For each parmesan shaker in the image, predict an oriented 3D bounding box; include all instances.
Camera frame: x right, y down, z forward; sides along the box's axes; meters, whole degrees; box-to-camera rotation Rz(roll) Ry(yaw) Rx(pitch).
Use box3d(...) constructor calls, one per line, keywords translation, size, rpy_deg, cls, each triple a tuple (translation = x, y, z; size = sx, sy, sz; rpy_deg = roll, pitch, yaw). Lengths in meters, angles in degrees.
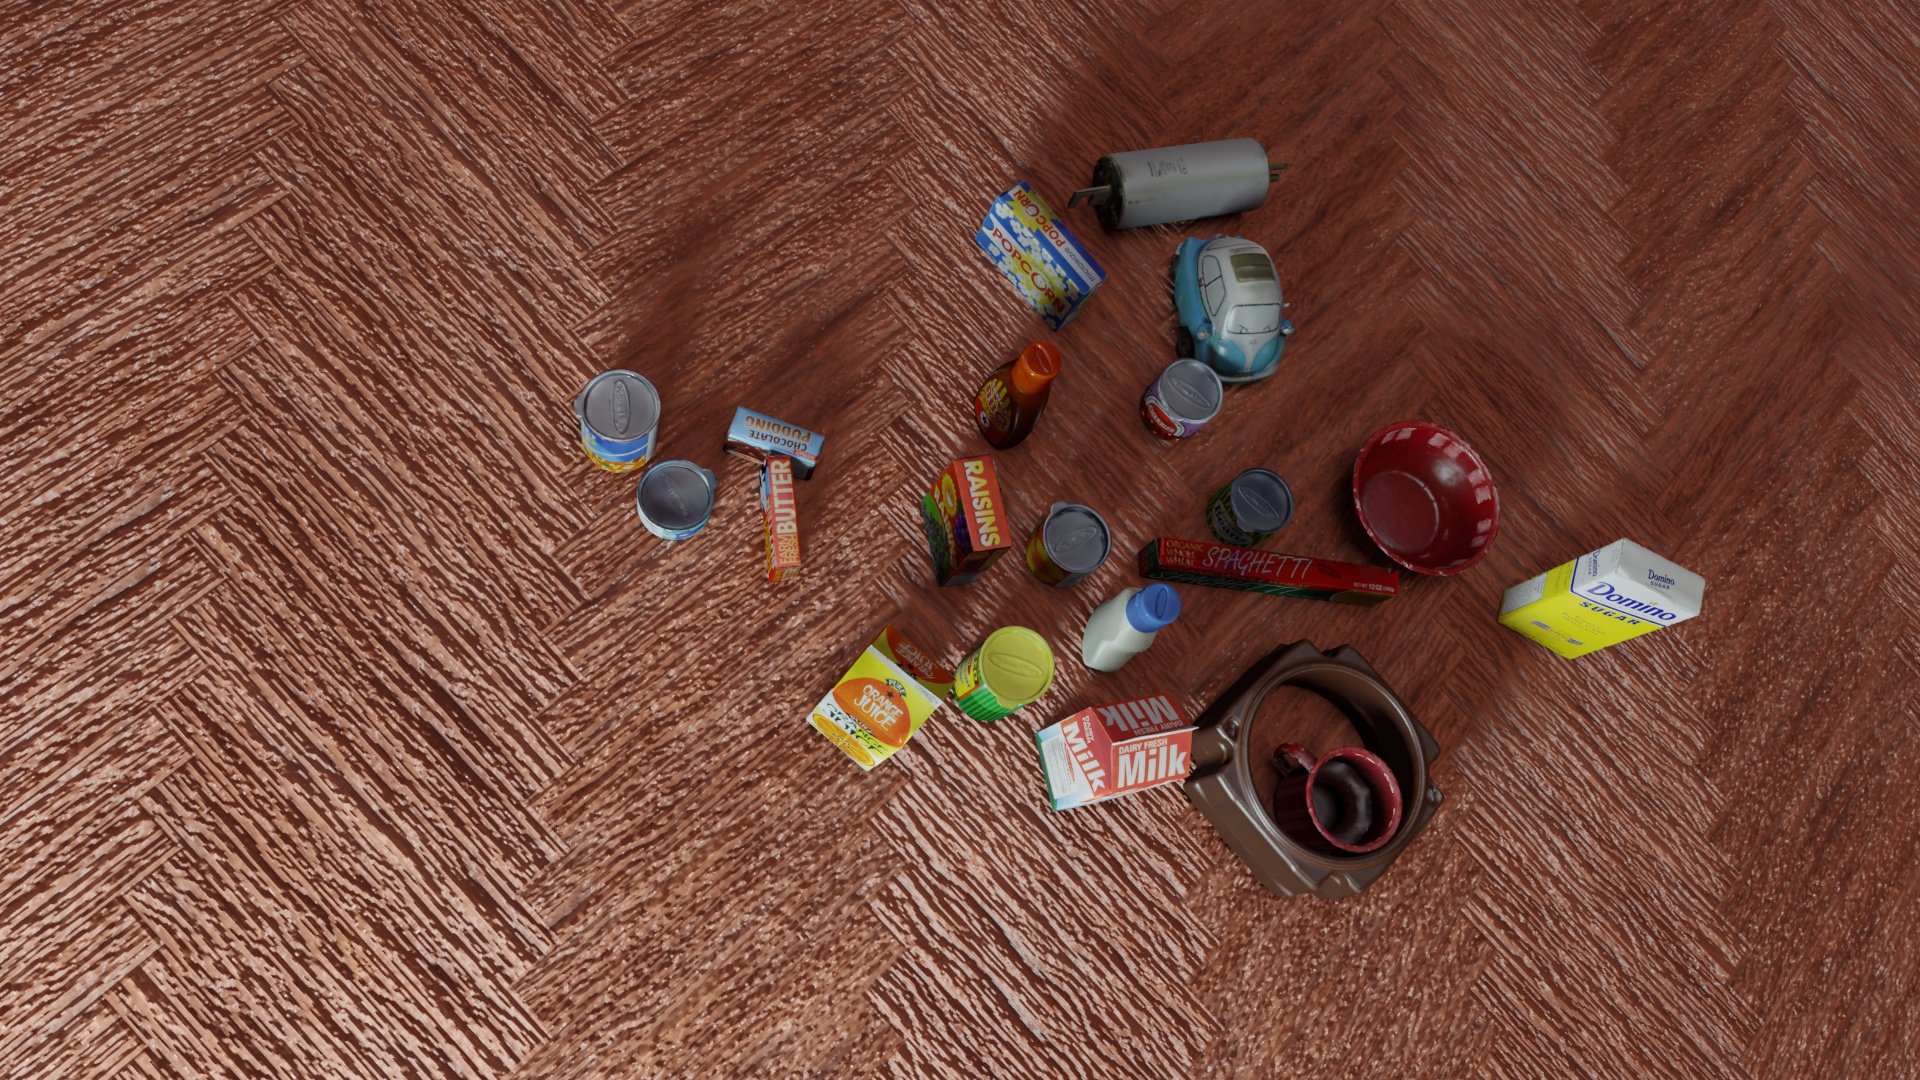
box3d(translation=(0.034, 0.120, 1.204), size=(0.071, 0.102, 0.071), rpy_deg=(4, 73, -14), cls="parmesan shaker")

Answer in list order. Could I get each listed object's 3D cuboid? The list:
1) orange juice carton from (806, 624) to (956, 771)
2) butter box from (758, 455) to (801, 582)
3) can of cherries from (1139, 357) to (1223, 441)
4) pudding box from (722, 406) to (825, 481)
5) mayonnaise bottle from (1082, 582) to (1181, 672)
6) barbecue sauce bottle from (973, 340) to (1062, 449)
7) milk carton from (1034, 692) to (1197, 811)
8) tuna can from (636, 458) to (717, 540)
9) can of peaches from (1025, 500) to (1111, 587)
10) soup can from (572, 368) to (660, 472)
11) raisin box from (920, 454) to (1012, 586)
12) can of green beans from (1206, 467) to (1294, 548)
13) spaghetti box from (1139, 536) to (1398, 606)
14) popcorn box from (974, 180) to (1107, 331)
box3d(translation=(-0.064, 0.126, 1.128), size=(0.072, 0.192, 0.073), rpy_deg=(40, 68, 0), cls="orange juice carton")
box3d(translation=(-0.159, -0.018, 1.223), size=(0.024, 0.053, 0.103), rpy_deg=(-3, 74, -16), cls="butter box")
box3d(translation=(0.213, -0.135, 1.355), size=(0.071, 0.058, 0.071), rpy_deg=(4, 72, -14), cls="can of cherries")
box3d(translation=(-0.167, -0.086, 1.244), size=(0.084, 0.049, 0.030), rpy_deg=(19, 70, -9), cls="pudding box")
box3d(translation=(0.150, 0.073, 1.225), size=(0.041, 0.147, 0.065), rpy_deg=(18, 70, -9), cls="mayonnaise bottle")
box3d(translation=(0.054, -0.136, 1.265), size=(0.044, 0.148, 0.065), rpy_deg=(-21, 80, -20), cls="barbecue sauce bottle")
box3d(translation=(0.130, 0.176, 1.165), size=(0.072, 0.190, 0.073), rpy_deg=(-9, 76, -17), cls="milk carton")
box3d(translation=(-0.247, -0.037, 1.216), size=(0.071, 0.032, 0.071), rpy_deg=(4, 72, -14), cls="tuna can")
box3d(translation=(0.098, 0.003, 1.282), size=(0.071, 0.058, 0.071), rpy_deg=(4, 72, -14), cls="can of peaches")
box3d(translation=(-0.296, -0.102, 1.196), size=(0.071, 0.083, 0.071), rpy_deg=(4, 72, -14), cls="soup can")
box3d(translation=(0.004, -0.015, 1.227), size=(0.040, 0.123, 0.086), rpy_deg=(-8, 76, -17), cls="raisin box")
box3d(translation=(0.279, -0.030, 1.340), size=(0.071, 0.057, 0.071), rpy_deg=(4, 72, -14), cls="can of green beans")
box3d(translation=(0.295, 0.031, 1.330), size=(0.250, 0.050, 0.029), rpy_deg=(7, 72, -13), cls="spaghetti box")
box3d(translation=(0.077, -0.275, 1.348), size=(0.038, 0.085, 0.127), rpy_deg=(-39, 86, -22), cls="popcorn box")
